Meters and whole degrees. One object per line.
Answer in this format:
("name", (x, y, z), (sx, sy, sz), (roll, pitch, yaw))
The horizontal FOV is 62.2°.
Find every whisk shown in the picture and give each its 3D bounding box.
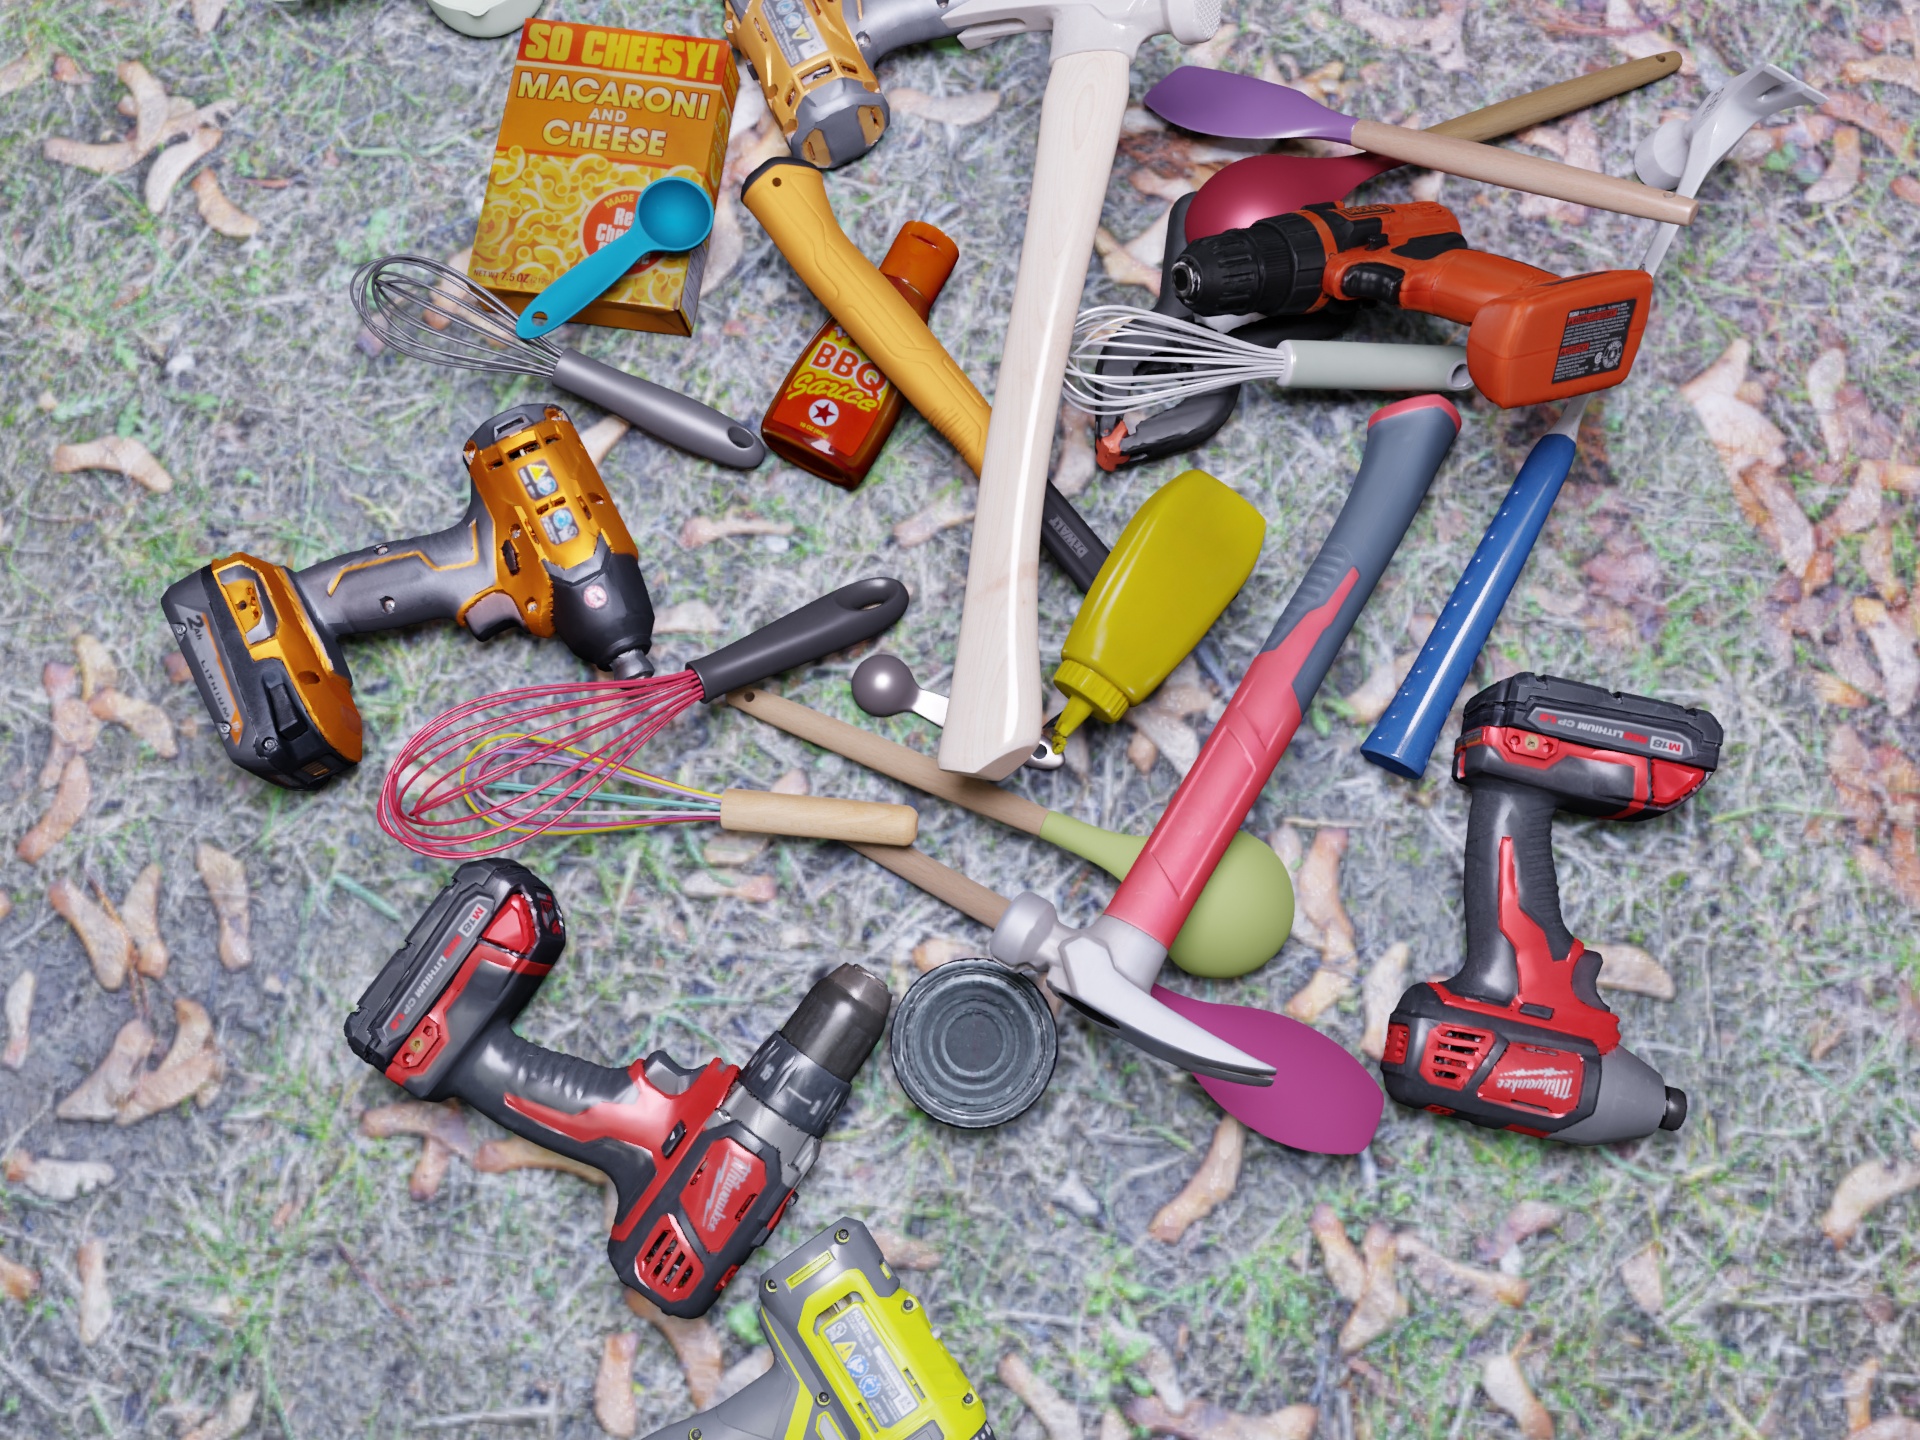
("whisk", (-0.152, -0.012, 0.806), (0.296, 0.073, 0.073), (-26, 78, -24))
("whisk", (-0.219, -0.192, 0.872), (0.239, 0.055, 0.055), (23, 80, -5))
("whisk", (0.163, -0.189, 0.840), (0.246, 0.059, 0.057), (-1, 121, -12))
("whisk", (-0.143, 0.040, 0.825), (0.245, 0.051, 0.047), (5, 71, 6))

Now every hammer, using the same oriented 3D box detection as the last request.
("hammer", (0.318, -0.156, 0.827), (0.035, 0.144, 0.405), (28, 87, -4))
("hammer", (0.029, -0.176, 0.793), (0.146, 0.038, 0.411), (6, 83, 30))
("hammer", (-0.005, -0.155, 0.841), (0.127, 0.034, 0.337), (-40, 91, -9))
("hammer", (0.173, -0.009, 0.794), (0.143, 0.038, 0.386), (27, 69, 17))

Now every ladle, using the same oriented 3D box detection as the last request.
("ladle", (0.021, 0.047, 0.833), (0.320, 0.062, 0.078), (22, 77, 13))
("ladle", (0.271, -0.324, 0.891), (0.315, 0.031, 0.069), (-22, 69, -10))

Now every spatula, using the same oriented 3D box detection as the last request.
("spatula", (0.232, -0.306, 0.845), (0.316, 0.018, 0.060), (28, 62, 31))

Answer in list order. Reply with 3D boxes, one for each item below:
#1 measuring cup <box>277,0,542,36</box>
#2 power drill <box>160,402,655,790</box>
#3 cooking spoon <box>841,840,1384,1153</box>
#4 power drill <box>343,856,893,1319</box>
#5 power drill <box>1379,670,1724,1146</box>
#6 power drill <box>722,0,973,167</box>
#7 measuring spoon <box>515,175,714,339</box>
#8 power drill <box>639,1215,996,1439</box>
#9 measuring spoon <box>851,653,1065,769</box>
("measuring cup", (-0.327, -0.437, 0.945), (0.167, 0.038, 0.083), (-8, 78, 2))
("power drill", (-0.278, -0.051, 0.839), (0.226, 0.084, 0.164), (-28, 78, -8))
("cooking spoon", (0.068, 0.125, 0.812), (0.319, 0.017, 0.069), (28, 53, 11))
("power drill", (-0.163, 0.158, 0.793), (0.227, 0.080, 0.188), (35, 81, 6))
("power drill", (0.300, 0.097, 0.791), (0.143, 0.078, 0.220), (13, 81, 5))
("power drill", (-0.033, -0.443, 0.917), (0.226, 0.084, 0.185), (-26, 77, 1))
("measuring spoon", (-0.188, -0.246, 0.863), (0.128, 0.021, 0.042), (-40, 90, -8))
("power drill", (-0.090, 0.374, 0.743), (0.228, 0.080, 0.191), (-33, 79, -8))
("measuring spoon", (-0.001, -0.003, 0.849), (0.124, 0.018, 0.034), (23, 82, 7))
